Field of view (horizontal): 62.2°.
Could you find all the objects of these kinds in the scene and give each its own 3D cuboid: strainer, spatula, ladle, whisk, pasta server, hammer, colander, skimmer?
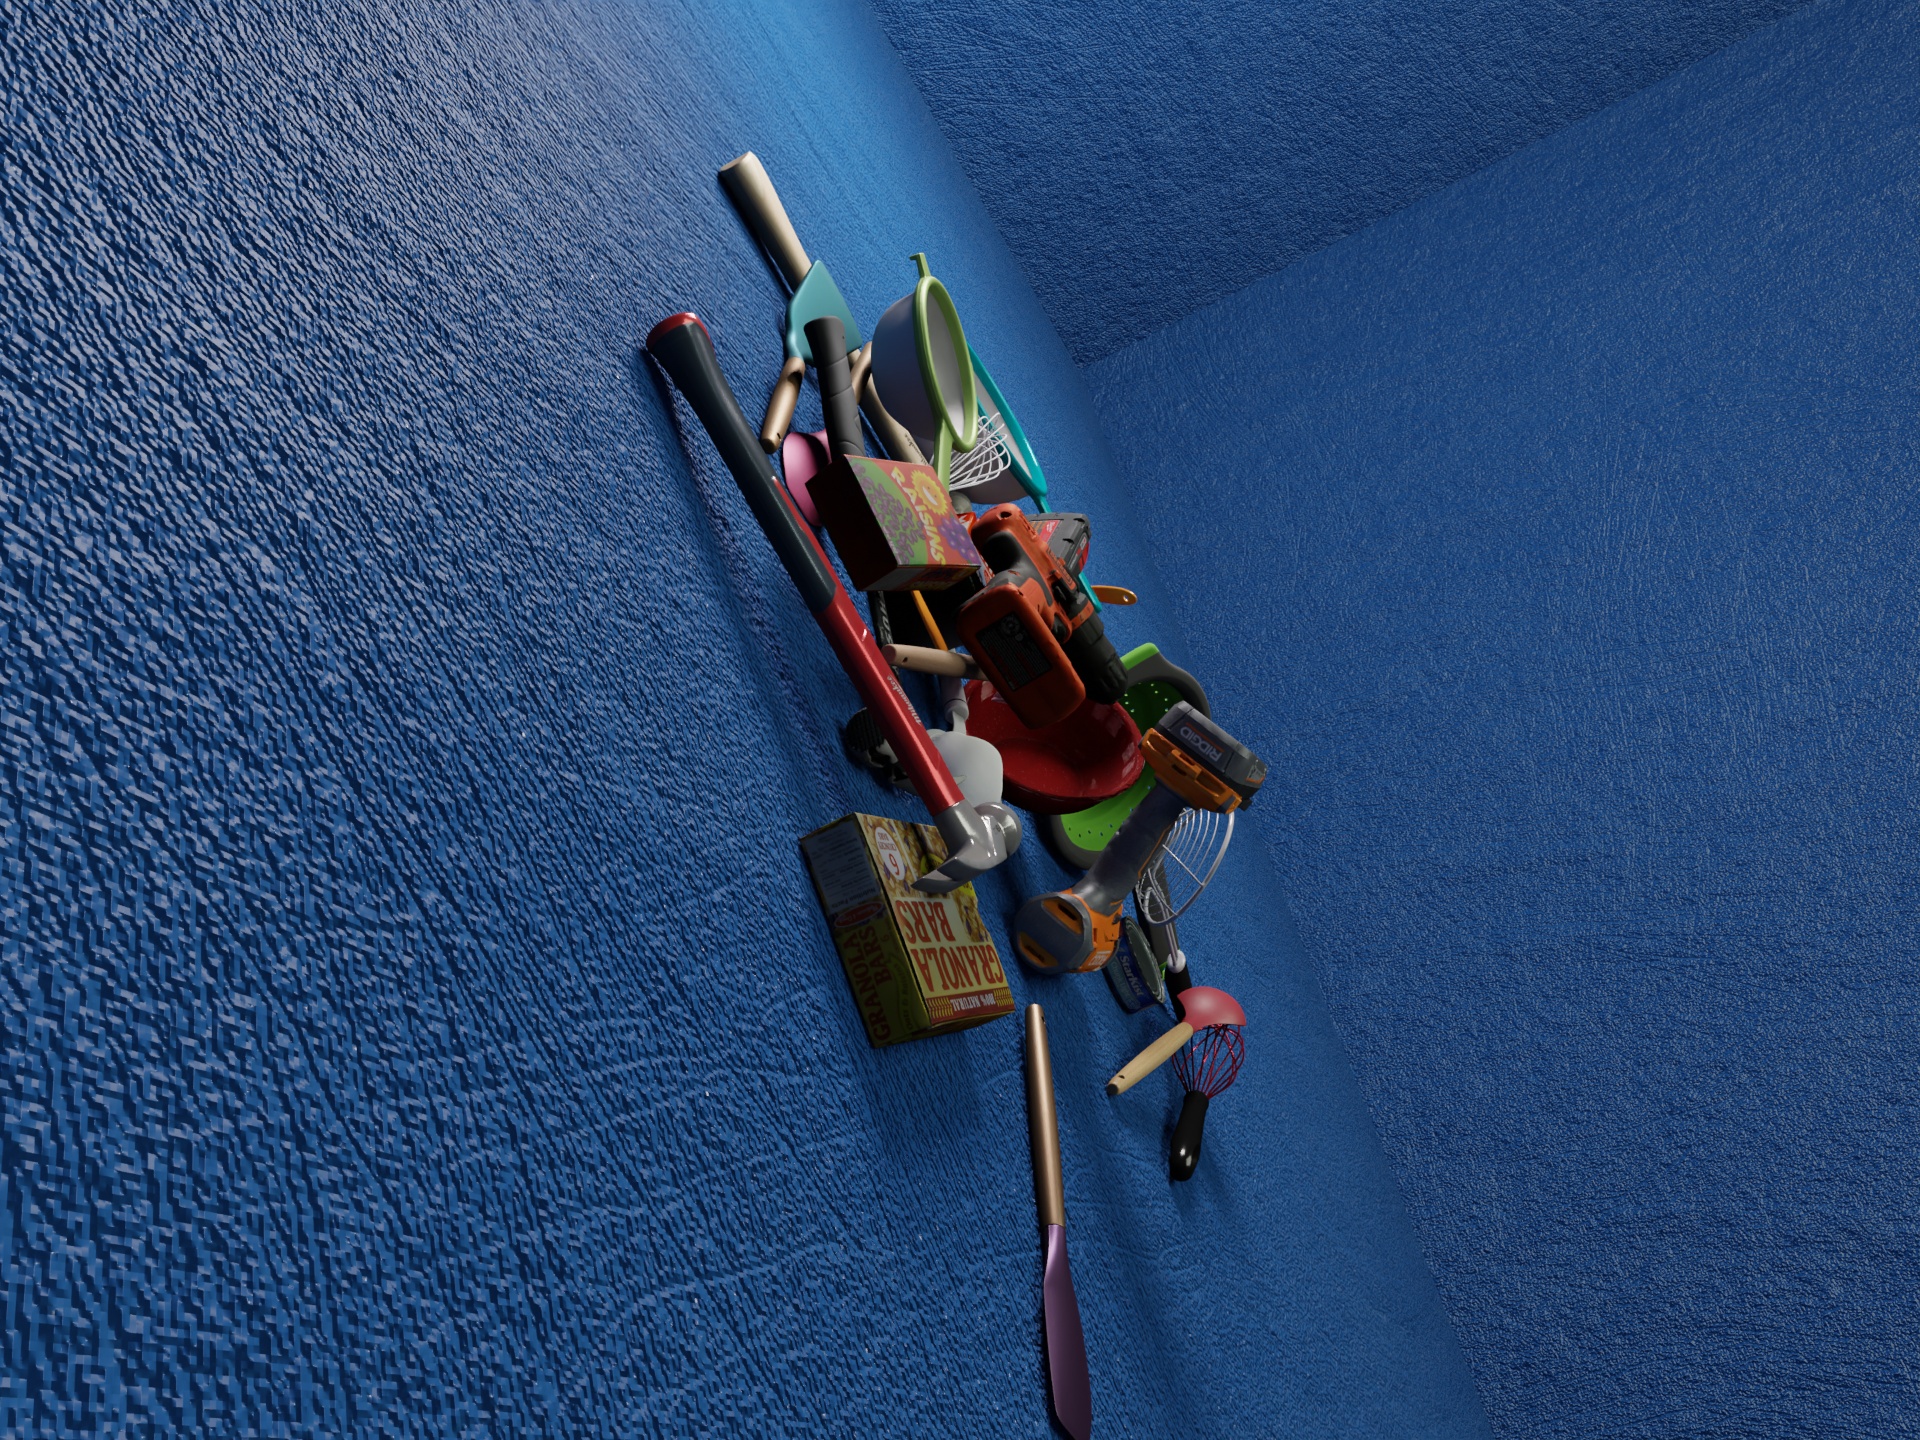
[{"bbox_3d":[0.027,-0.241,1.618,0.340,0.095,0.211,62,13,0],"label":"strainer"},{"bbox_3d":[0.057,0.298,0.990,0.059,0.018,0.316,58,17,-33],"label":"spatula"},{"bbox_3d":[0.188,0.279,1.398,0.315,0.069,0.031,-10,118,-64],"label":"ladle"},{"bbox_3d":[0.218,0.340,1.458,0.073,0.073,0.296,64,19,-7],"label":"whisk"},{"bbox_3d":[0.006,-0.040,1.159,0.040,0.060,0.316,25,8,20],"label":"pasta server"},{"bbox_3d":[-0.023,-0.209,1.385,0.070,0.070,0.285,62,31,-15],"label":"whisk"},{"bbox_3d":[-0.002,-0.004,1.235,0.086,0.050,0.259,35,25,-30],"label":"strainer"},{"bbox_3d":[-0.086,-0.075,0.947,0.386,0.038,0.143,59,16,4],"label":"hammer"},{"bbox_3d":[-0.123,-0.274,1.239,0.318,0.044,0.082,-88,153,-59],"label":"spatula"},{"bbox_3d":[0.146,0.094,1.522,0.095,0.204,0.396,30,-35,44],"label":"colander"},{"bbox_3d":[0.224,0.203,1.496,0.362,0.090,0.127,71,35,-49],"label":"skimmer"},{"bbox_3d":[-0.095,-0.312,1.428,0.410,0.038,0.146,58,17,-28],"label":"hammer"},{"bbox_3d":[-0.067,-0.131,1.154,0.149,0.036,0.409,46,29,-59],"label":"hammer"},{"bbox_3d":[-0.038,-0.253,1.333,0.151,0.069,0.257,59,27,-54],"label":"strainer"}]

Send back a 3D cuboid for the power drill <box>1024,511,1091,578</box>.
[{"bbox_3d":[0.095,-0.085,1.542,0.143,0.078,0.219,-61,144,-46],"label":"power drill"}]

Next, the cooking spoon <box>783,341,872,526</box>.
[{"bbox_3d":[-0.096,-0.242,1.275,0.068,0.017,0.319,59,22,-26],"label":"cooking spoon"}]

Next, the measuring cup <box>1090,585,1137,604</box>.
[{"bbox_3d":[0.112,-0.121,1.667,0.174,0.052,0.095,11,-49,54],"label":"measuring cup"}]

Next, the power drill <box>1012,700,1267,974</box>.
[{"bbox_3d":[0.140,0.102,1.241,0.084,0.226,0.164,39,4,18],"label":"power drill"}]

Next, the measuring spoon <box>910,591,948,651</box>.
[{"bbox_3d":[-0.025,-0.085,1.160,0.021,0.011,0.116,-83,151,-63],"label":"measuring spoon"}]
